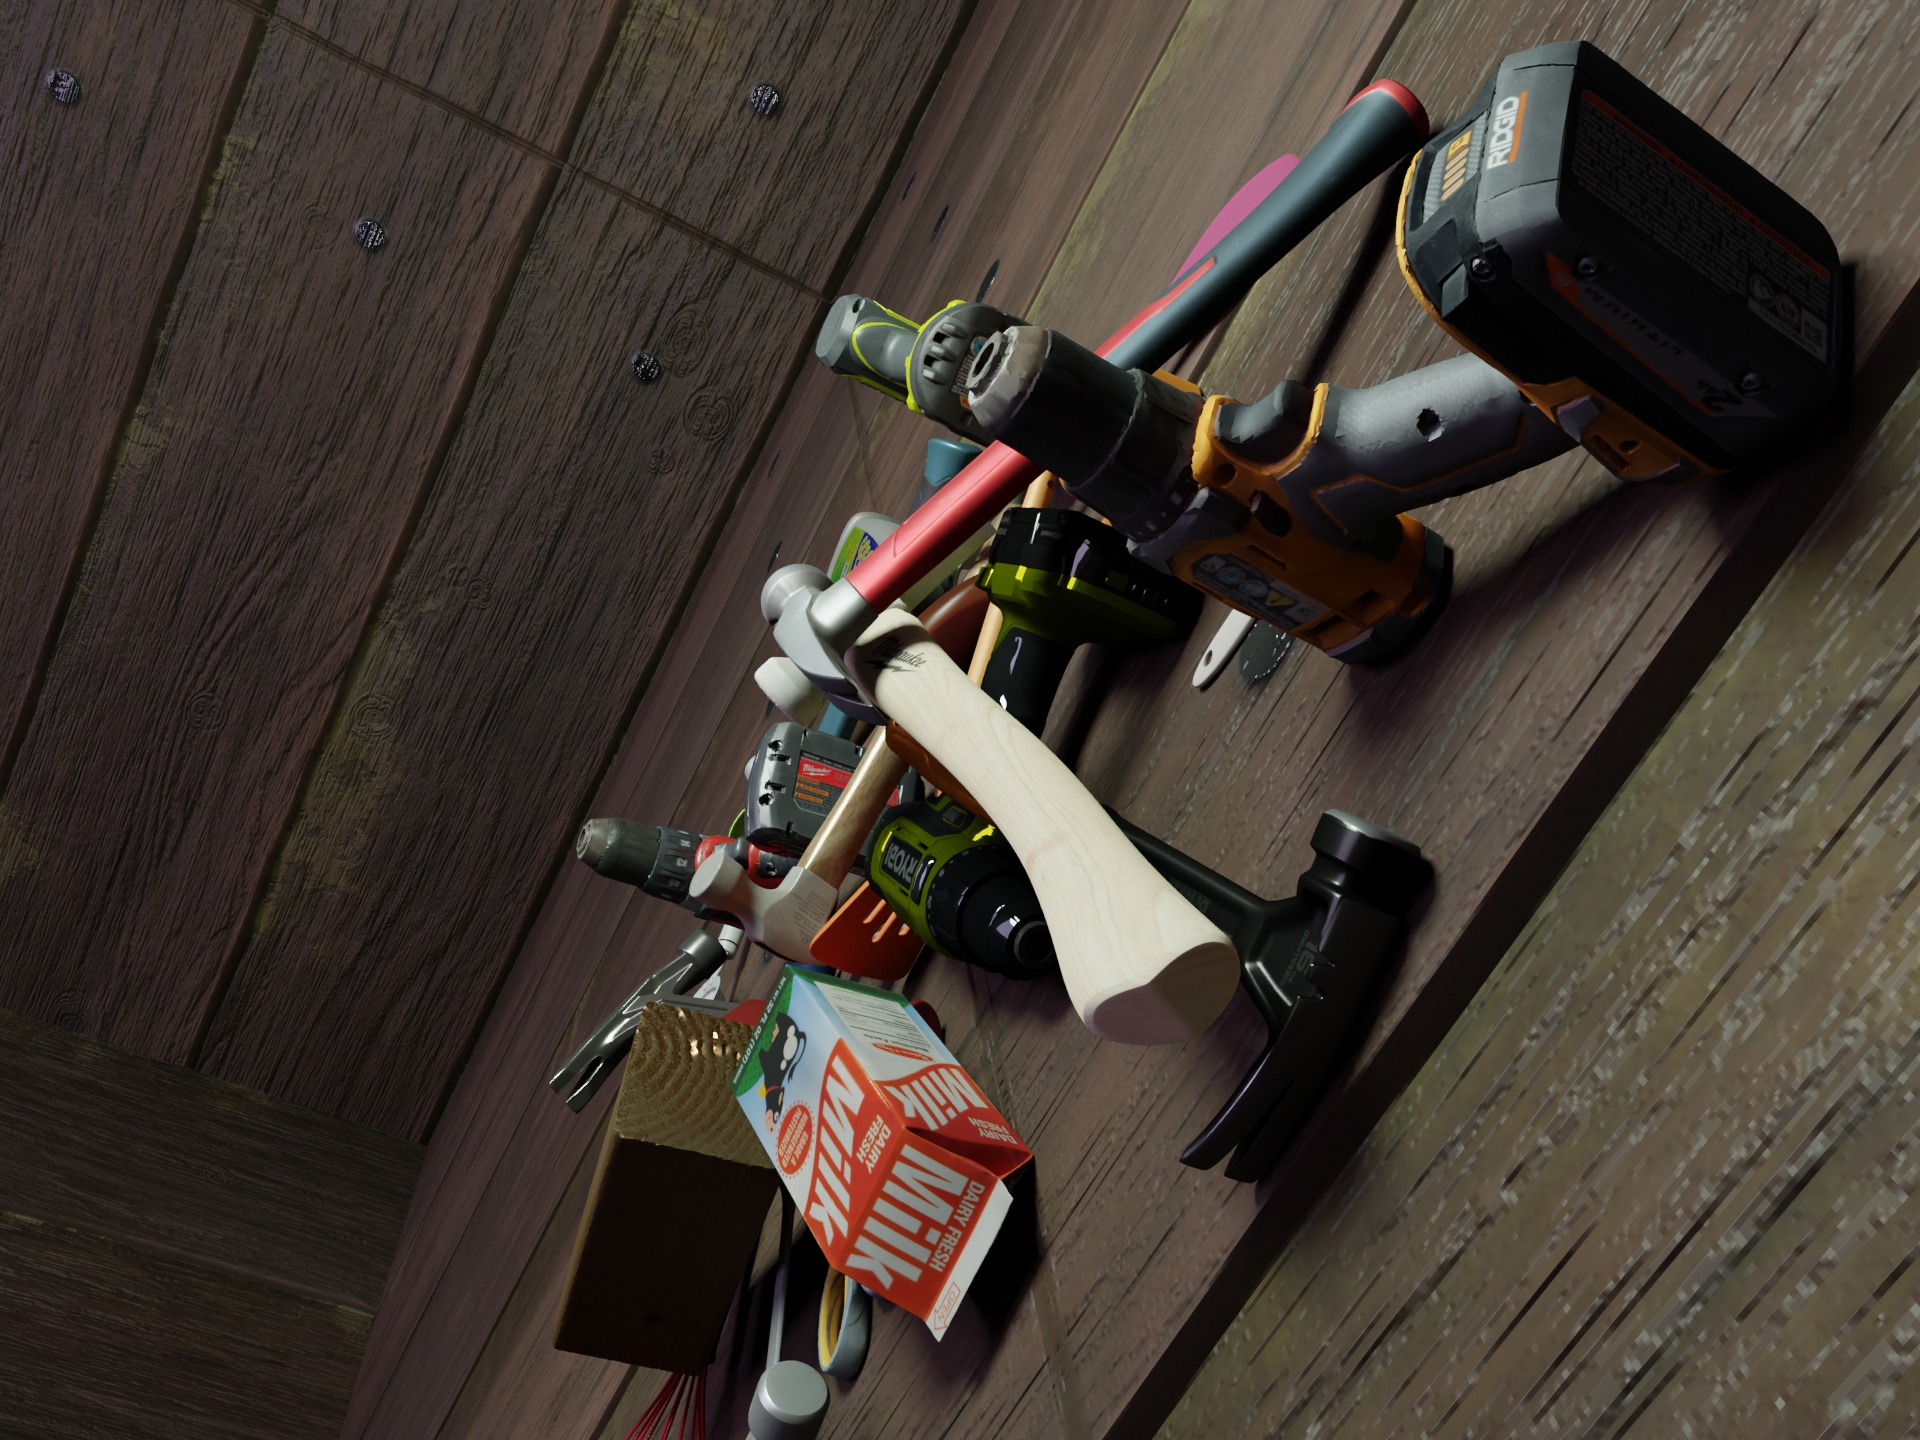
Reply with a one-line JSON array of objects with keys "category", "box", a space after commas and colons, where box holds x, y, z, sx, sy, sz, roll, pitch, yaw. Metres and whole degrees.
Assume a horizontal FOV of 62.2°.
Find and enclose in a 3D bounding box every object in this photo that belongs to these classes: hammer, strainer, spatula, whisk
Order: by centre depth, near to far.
[{"category": "hammer", "box": [0.044, 0.052, 0.652, 0.337, 0.034, 0.127, 31, 97, 60]}, {"category": "hammer", "box": [0.015, 0.004, 0.658, 0.146, 0.038, 0.411, -43, 27, 0]}, {"category": "hammer", "box": [0.070, -0.152, 0.730, 0.386, 0.038, 0.143, -42, 29, 1]}, {"category": "hammer", "box": [-0.100, 0.272, 0.910, 0.406, 0.035, 0.144, -93, 20, -62]}, {"category": "spatula", "box": [-0.001, -0.003, 0.932, 0.041, 0.081, 0.323, 9, 78, 45]}, {"category": "whisk", "box": [-0.162, 0.392, 0.935, 0.073, 0.073, 0.296, -52, 15, 40]}, {"category": "hammer", "box": [-0.130, 0.193, 0.967, 0.149, 0.036, 0.359, -48, 21, -28]}, {"category": "hammer", "box": [-0.031, 0.003, 0.993, 0.031, 0.130, 0.331, -5, 50, 59]}, {"category": "hammer", "box": [-0.064, -0.053, 1.137, 0.128, 0.033, 0.331, 47, 122, 40]}, {"category": "strainer", "box": [-0.199, 0.201, 1.346, 0.087, 0.050, 0.259, -39, 25, 46]}]

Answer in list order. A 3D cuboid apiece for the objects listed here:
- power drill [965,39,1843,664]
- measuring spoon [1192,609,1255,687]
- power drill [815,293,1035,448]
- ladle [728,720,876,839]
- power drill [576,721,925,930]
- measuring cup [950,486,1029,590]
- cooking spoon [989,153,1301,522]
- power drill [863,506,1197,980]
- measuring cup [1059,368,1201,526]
[{"category": "power drill", "box": [0.122, -0.107, 0.502, 0.226, 0.185, 0.084, -33, 35, 57]}, {"category": "measuring spoon", "box": [0.132, -0.067, 0.706, 0.124, 0.018, 0.034, -60, 17, 23]}, {"category": "power drill", "box": [0.009, -0.232, 1.095, 0.080, 0.171, 0.223, -66, 24, 7]}, {"category": "ladle", "box": [-0.098, 0.019, 1.222, 0.320, 0.062, 0.078, -54, 30, 42]}, {"category": "power drill", "box": [-0.145, 0.082, 1.086, 0.226, 0.187, 0.080, -37, 39, 52]}, {"category": "measuring cup", "box": [0.015, -0.101, 1.116, 0.083, 0.038, 0.167, -90, 12, -58]}, {"category": "cooking spoon", "box": [0.089, -0.207, 0.950, 0.319, 0.017, 0.069, -46, 37, 27]}, {"category": "power drill", "box": [0.034, 0.013, 0.803, 0.228, 0.080, 0.191, -68, 21, 0]}, {"category": "measuring cup", "box": [0.072, -0.134, 0.926, 0.173, 0.052, 0.095, -53, 21, 37]}]
